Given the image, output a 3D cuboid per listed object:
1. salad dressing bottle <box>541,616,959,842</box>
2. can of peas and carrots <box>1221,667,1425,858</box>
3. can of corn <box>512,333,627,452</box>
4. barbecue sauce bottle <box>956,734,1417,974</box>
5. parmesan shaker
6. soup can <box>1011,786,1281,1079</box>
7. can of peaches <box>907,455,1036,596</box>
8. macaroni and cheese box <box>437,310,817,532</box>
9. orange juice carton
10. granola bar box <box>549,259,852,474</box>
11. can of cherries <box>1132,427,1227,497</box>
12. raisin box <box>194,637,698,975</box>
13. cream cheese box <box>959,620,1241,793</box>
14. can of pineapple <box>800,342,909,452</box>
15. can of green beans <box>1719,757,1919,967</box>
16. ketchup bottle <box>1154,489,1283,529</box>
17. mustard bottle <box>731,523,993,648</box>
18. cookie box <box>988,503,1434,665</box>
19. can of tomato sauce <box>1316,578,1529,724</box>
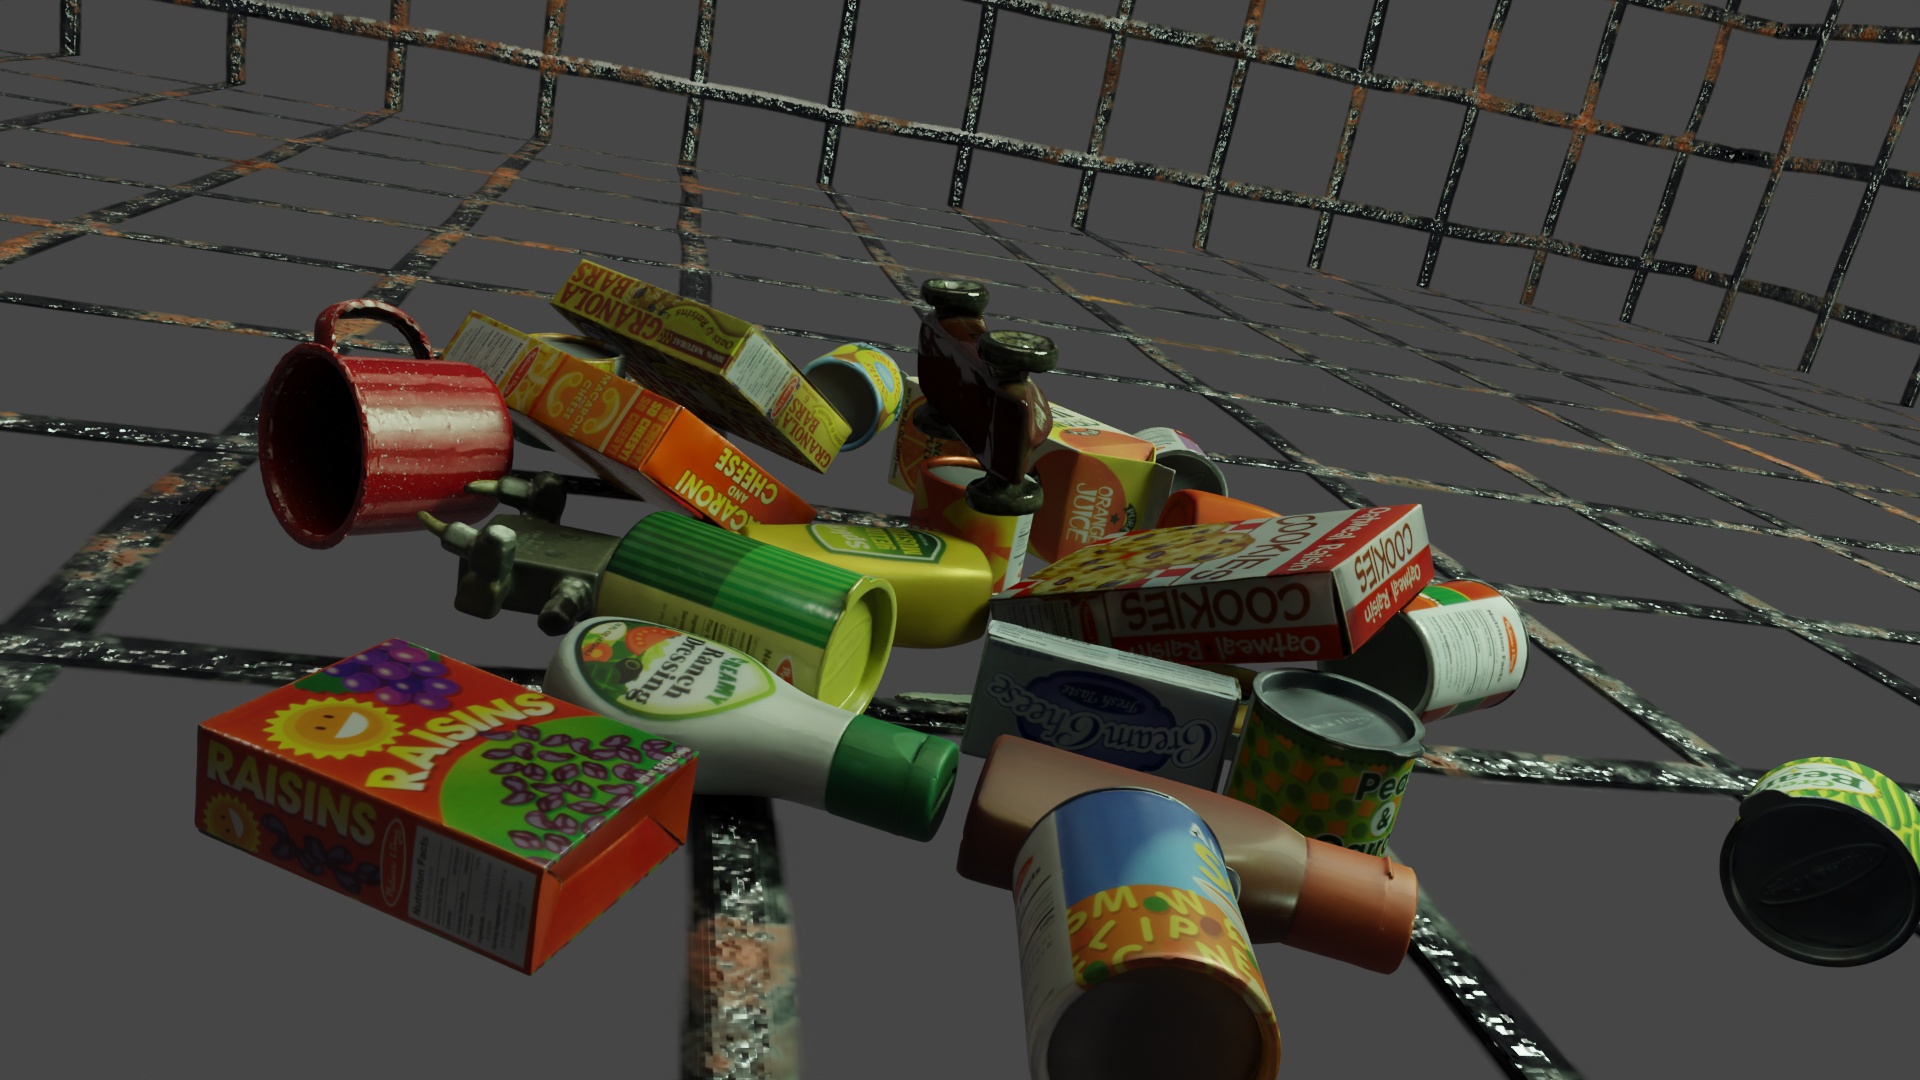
[{"bbox_3d":[-0.075,0.069,0.498,0.148,0.043,0.064,15,29,12],"label":"salad dressing bottle"},{"bbox_3d":[0.140,0.090,0.538,0.071,0.058,0.071,10,19,-4],"label":"can of peas and carrots"},{"bbox_3d":[-0.240,-0.090,0.841,0.071,0.058,0.071,10,18,-3],"label":"can of corn"},{"bbox_3d":[0.077,0.109,0.474,0.148,0.043,0.065,14,19,7],"label":"barbecue sauce bottle"},{"bbox_3d":[-0.086,0.030,0.563,0.103,0.071,0.071,18,20,19],"label":"parmesan shaker"},{"bbox_3d":[0.052,0.119,0.392,0.071,0.071,0.084,10,19,-4],"label":"soup can"},{"bbox_3d":[0.003,-0.009,0.748,0.071,0.057,0.071,11,19,-4],"label":"can of peaches"},{"bbox_3d":[-0.171,-0.050,0.710,0.167,0.040,0.123,25,-10,33],"label":"macaroni and cheese box"},{"bbox_3d":[0.048,-0.040,0.842,0.073,0.071,0.193,-8,27,-45],"label":"orange juice carton"},{"bbox_3d":[-0.163,-0.110,0.879,0.166,0.039,0.124,24,-13,34],"label":"granola bar box"},{"bbox_3d":[0.131,-0.031,0.879,0.071,0.071,0.058,9,18,-8],"label":"can of cherries"},{"bbox_3d":[-0.158,0.078,0.435,0.123,0.040,0.086,18,20,15],"label":"raisin box"},{"bbox_3d":[0.056,0.070,0.556,0.104,0.053,0.024,14,17,6],"label":"cream cheese box"},{"bbox_3d":[-0.076,-0.098,0.944,0.071,0.070,0.058,14,20,9],"label":"can of pineapple"},{"bbox_3d":[0.338,0.124,0.543,0.071,0.071,0.058,23,21,31],"label":"can of green beans"},{"bbox_3d":[0.178,0.018,0.771,0.149,0.064,0.043,14,4,-21],"label":"ketchup bottle"},{"bbox_3d":[-0.067,0.018,0.642,0.160,0.048,0.065,4,18,-20],"label":"mustard bottle"},{"bbox_3d":[0.117,0.023,0.641,0.167,0.040,0.123,-6,11,36],"label":"cookie box"},{"bbox_3d":[0.223,0.056,0.677,0.083,0.071,0.071,-5,25,-39],"label":"can of tomato sauce"}]
